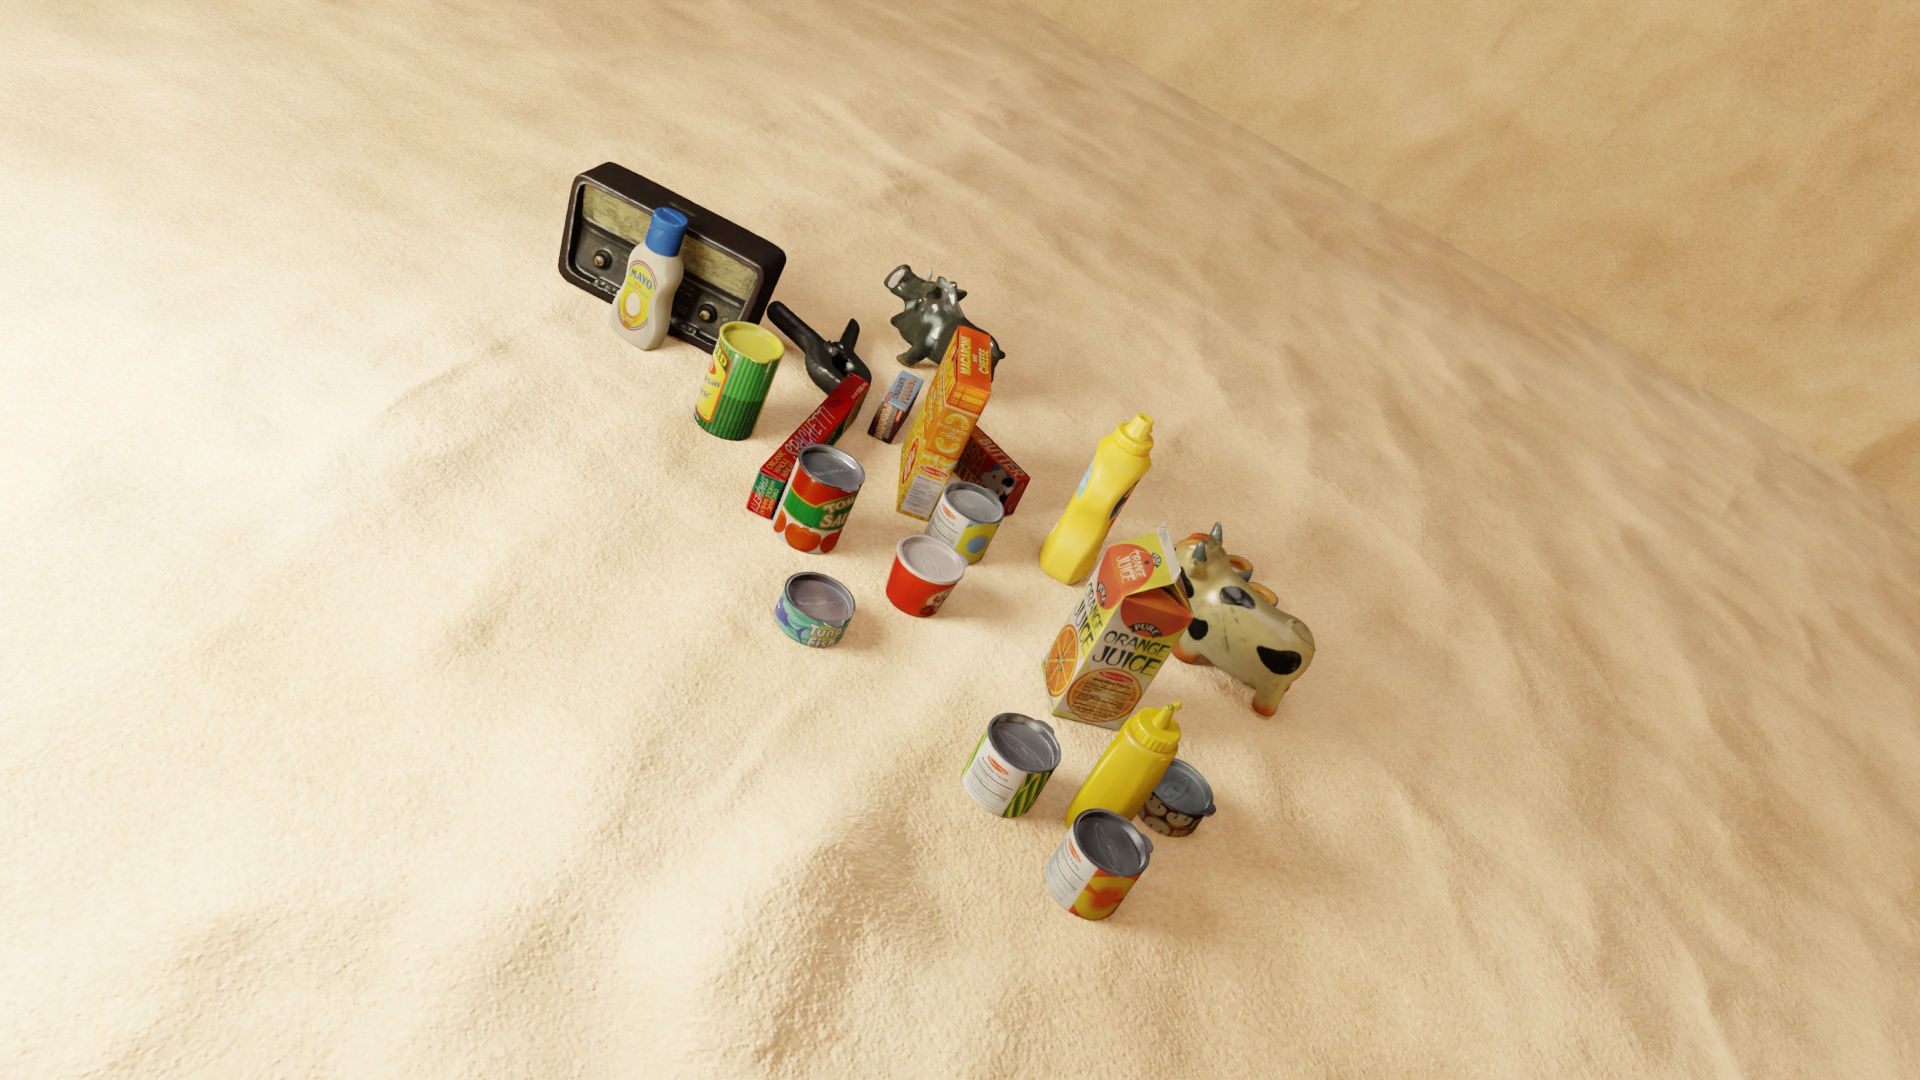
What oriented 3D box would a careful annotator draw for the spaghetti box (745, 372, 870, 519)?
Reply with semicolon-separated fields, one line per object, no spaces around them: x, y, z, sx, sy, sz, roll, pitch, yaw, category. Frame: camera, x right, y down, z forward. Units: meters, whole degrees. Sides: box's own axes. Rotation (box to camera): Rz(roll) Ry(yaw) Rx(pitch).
-0.152;-0.100;1.417;0.029;0.050;0.251;28;33;2;spaghetti box

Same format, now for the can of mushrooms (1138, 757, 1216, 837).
0.186;0.225;1.213;0.071;0.033;0.071;18;34;-13;can of mushrooms

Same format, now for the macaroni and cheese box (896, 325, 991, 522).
-0.018;-0.121;1.431;0.040;0.165;0.124;19;34;-12;macaroni and cheese box

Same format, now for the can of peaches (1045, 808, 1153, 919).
0.109;0.256;1.096;0.071;0.057;0.071;18;34;-13;can of peaches

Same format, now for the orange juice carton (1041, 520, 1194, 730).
0.147;0.076;1.248;0.073;0.191;0.072;15;34;-17;orange juice carton

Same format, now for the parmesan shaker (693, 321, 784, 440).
-0.224;-0.158;1.398;0.071;0.102;0.072;18;34;-13;parmesan shaker

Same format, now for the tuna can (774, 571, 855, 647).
-0.127;0.063;1.224;0.071;0.032;0.071;18;34;-13;tuna can

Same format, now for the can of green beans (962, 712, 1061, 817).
0.042;0.185;1.147;0.071;0.057;0.071;18;34;-13;can of green beans

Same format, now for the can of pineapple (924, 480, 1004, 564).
0.005;-0.018;1.403;0.071;0.057;0.071;18;34;-13;can of pineapple

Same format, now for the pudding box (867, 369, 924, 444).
-0.071;-0.149;1.539;0.030;0.049;0.084;26;33;-1;pudding box

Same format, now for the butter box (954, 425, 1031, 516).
0.028;-0.078;1.506;0.024;0.052;0.104;-12;49;-44;butter box

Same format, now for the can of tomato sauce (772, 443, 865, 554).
-0.133;-0.037;1.312;0.071;0.082;0.071;18;34;-13;can of tomato sauce

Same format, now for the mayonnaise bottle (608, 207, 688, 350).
-0.322;-0.275;1.451;0.065;0.147;0.041;37;34;15;mayonnaise bottle

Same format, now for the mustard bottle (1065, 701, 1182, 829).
0.140;0.182;1.126;0.049;0.159;0.065;39;35;19;mustard bottle

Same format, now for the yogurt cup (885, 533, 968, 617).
-0.036;0.035;1.305;0.072;0.053;0.073;18;34;-13;yogurt cup
